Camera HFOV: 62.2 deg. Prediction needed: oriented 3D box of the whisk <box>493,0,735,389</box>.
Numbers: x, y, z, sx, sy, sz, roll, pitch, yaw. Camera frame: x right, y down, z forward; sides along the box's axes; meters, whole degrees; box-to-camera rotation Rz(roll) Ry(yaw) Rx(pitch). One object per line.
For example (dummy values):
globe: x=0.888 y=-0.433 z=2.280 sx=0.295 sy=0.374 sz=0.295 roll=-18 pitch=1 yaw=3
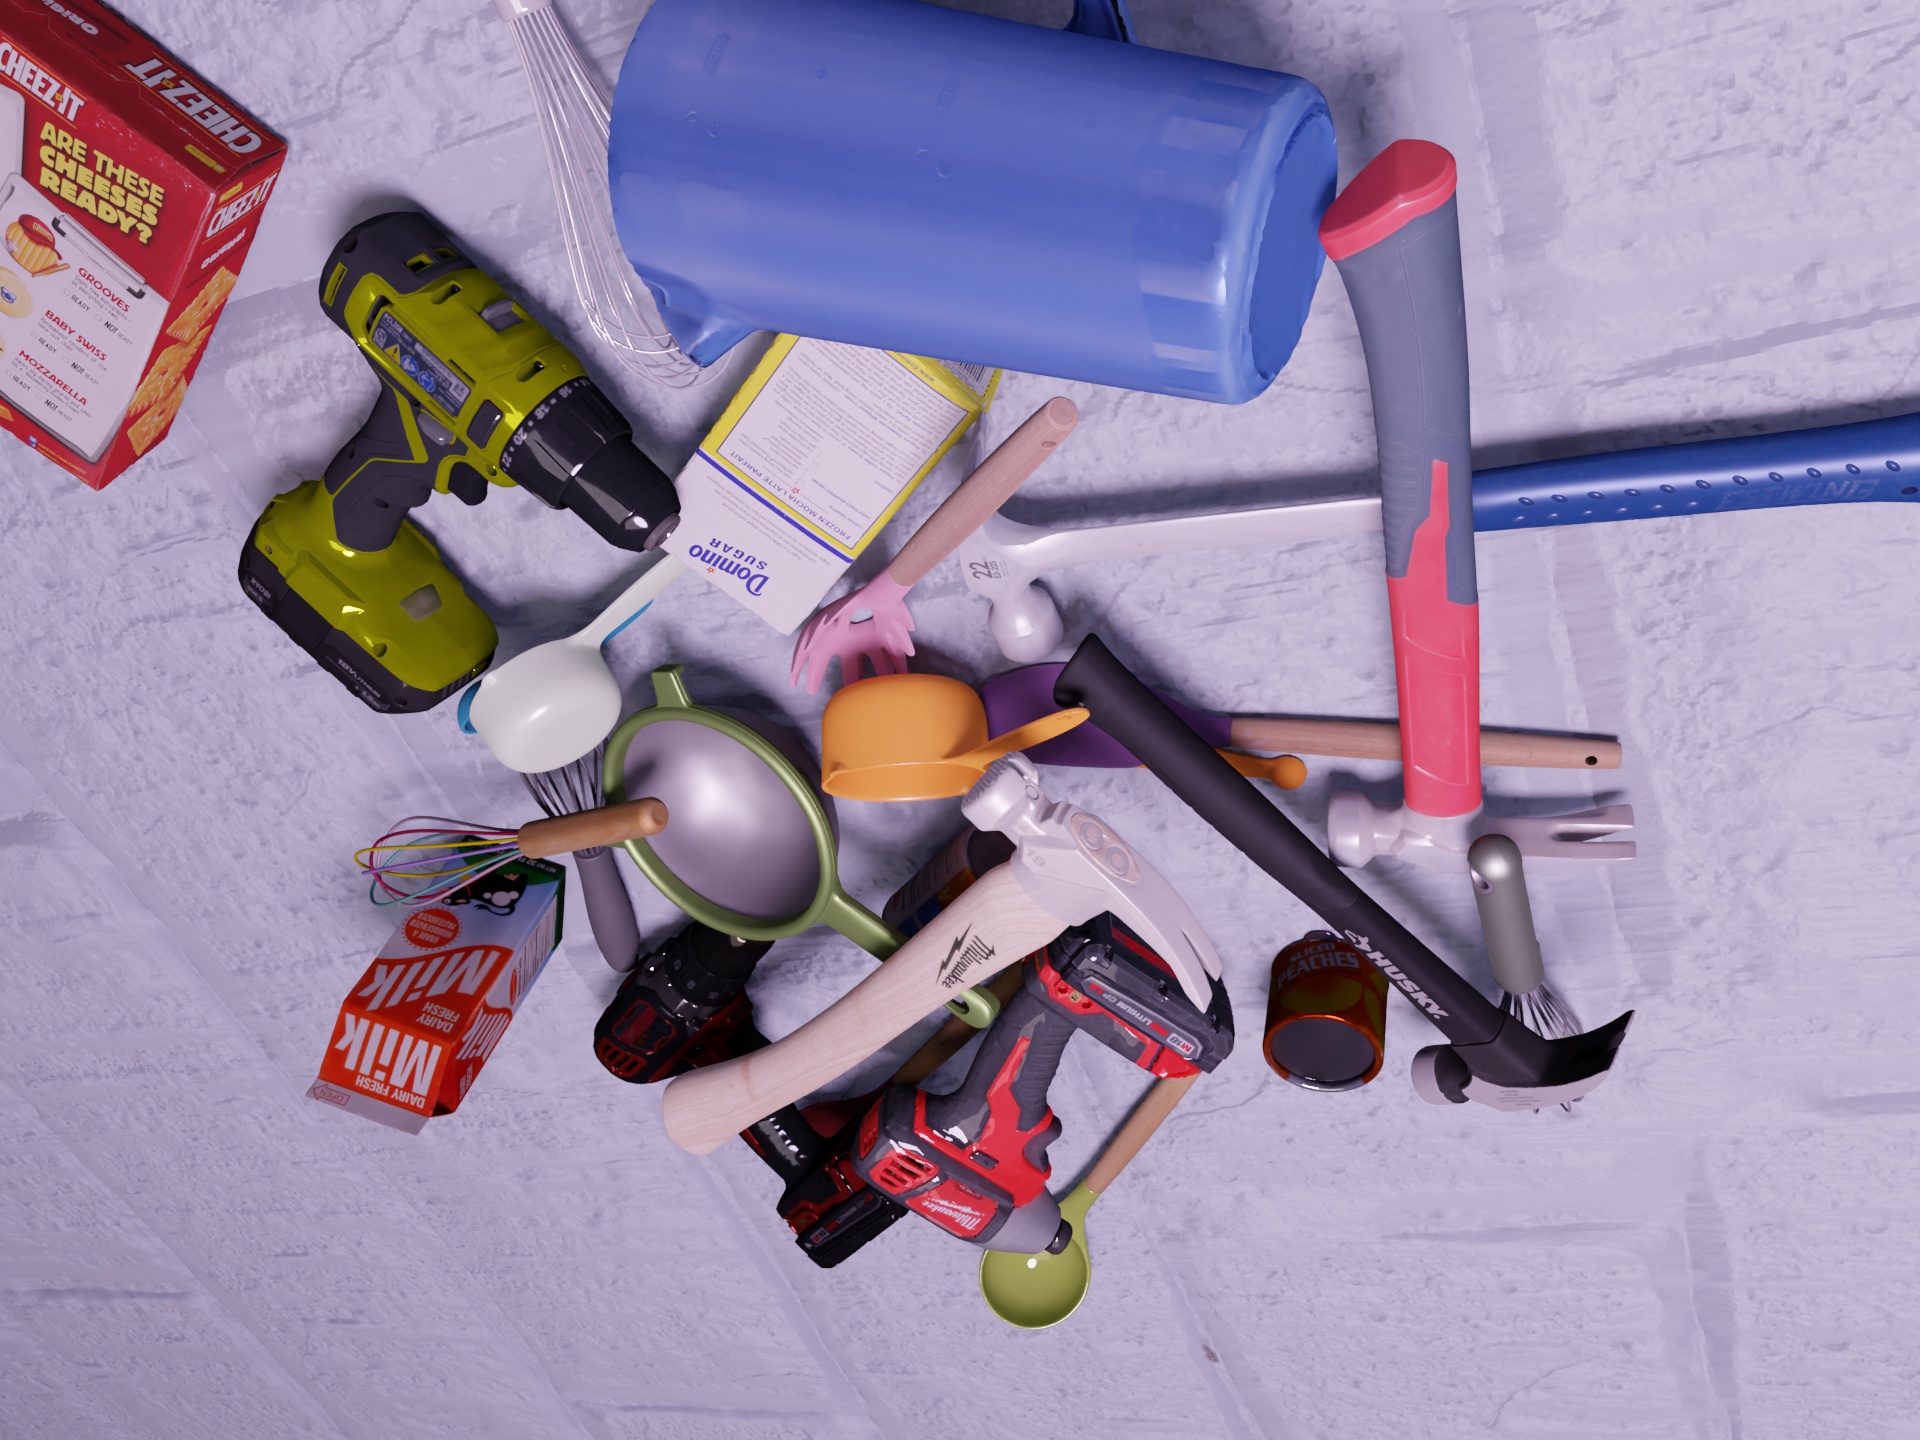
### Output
whisk: x=-0.167 y=-0.269 z=0.659 sx=0.070 sy=0.070 sz=0.284 roll=-9 pitch=120 yaw=24

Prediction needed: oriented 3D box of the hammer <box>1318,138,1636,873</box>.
hammer: x=0.209 y=-0.058 z=0.649 sx=0.143 sy=0.038 sz=0.385 roll=-1 pitch=140 yaw=18

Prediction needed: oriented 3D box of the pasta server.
pasta server: x=-0.016 y=-0.066 z=0.701 sx=0.060 sy=0.040 sz=0.316 roll=2 pitch=167 yaw=-20

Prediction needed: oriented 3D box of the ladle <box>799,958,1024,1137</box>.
ladle: x=-0.026 y=0.223 z=1.031 sx=0.069 sy=0.031 sz=0.315 roll=36 pitch=128 yaw=-7

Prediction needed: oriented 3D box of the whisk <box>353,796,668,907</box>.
whisk: x=-0.264 y=0.072 z=0.913 sx=0.245 sy=0.051 sz=0.047 roll=-12 pitch=124 yaw=32

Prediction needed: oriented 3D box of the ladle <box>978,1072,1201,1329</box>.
ladle: x=0.096 y=0.297 z=1.033 sx=0.078 sy=0.062 sz=0.320 roll=25 pitch=129 yaw=-3

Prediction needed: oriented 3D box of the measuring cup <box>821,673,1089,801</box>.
measuring cup: x=-0.001 y=-0.003 z=0.790 sx=0.095 sy=0.052 sz=0.173 roll=10 pitch=158 yaw=-40

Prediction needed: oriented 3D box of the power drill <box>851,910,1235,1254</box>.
power drill: x=0.052 y=0.214 z=0.916 sx=0.143 sy=0.079 sz=0.219 roll=35 pitch=109 yaw=-11

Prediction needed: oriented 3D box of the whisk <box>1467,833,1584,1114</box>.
whisk: x=0.288 y=0.134 z=0.815 sx=0.059 sy=0.058 sz=0.246 roll=-34 pitch=134 yaw=-4

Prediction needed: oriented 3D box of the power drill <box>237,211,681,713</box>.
power drill: x=-0.252 y=-0.106 z=0.787 sx=0.190 sy=0.080 sz=0.228 roll=43 pitch=128 yaw=-2

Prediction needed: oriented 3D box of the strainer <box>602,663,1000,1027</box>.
strainer: x=-0.076 y=0.073 z=0.876 sx=0.256 sy=0.069 sz=0.151 roll=35 pitch=132 yaw=5

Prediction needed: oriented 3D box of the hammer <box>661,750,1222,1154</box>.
hammer: x=-0.042 y=0.164 z=0.849 sx=0.146 sy=0.038 sz=0.410 roll=44 pitch=133 yaw=-7

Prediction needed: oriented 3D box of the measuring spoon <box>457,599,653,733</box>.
measuring spoon: x=-0.222 y=-0.036 z=0.862 sx=0.128 sy=0.042 sz=0.021 roll=-35 pitch=80 yaw=7

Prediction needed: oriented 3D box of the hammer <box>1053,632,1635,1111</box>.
hammer: x=0.175 y=0.077 z=0.770 sx=0.334 sy=0.035 sz=0.146 roll=42 pitch=153 yaw=-10

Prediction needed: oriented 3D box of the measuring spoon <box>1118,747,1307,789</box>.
measuring spoon: x=0.121 y=0.023 z=0.828 sx=0.117 sy=0.011 sz=0.021 roll=7 pitch=130 yaw=12

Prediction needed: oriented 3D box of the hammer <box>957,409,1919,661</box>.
hammer: x=0.191 y=-0.093 z=0.679 sx=0.405 sy=0.035 sz=0.143 roll=-4 pitch=145 yaw=18

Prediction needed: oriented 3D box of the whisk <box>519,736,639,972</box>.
whisk: x=-0.225 y=0.075 z=0.966 sx=0.055 sy=0.055 sz=0.238 roll=8 pitch=135 yaw=12

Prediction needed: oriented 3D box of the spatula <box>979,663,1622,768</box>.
spatula: x=0.162 y=0.006 z=0.797 sx=0.316 sy=0.018 sz=0.059 roll=4 pitch=117 yaw=15

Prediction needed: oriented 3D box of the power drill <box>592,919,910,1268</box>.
power drill: x=-0.112 y=0.220 z=1.008 sx=0.226 sy=0.080 sz=0.188 roll=43 pitch=126 yaw=-1

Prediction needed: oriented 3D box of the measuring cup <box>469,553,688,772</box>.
measuring cup: x=-0.182 y=-0.033 z=0.829 sx=0.167 sy=0.083 sz=0.038 roll=-40 pitch=70 yaw=13
